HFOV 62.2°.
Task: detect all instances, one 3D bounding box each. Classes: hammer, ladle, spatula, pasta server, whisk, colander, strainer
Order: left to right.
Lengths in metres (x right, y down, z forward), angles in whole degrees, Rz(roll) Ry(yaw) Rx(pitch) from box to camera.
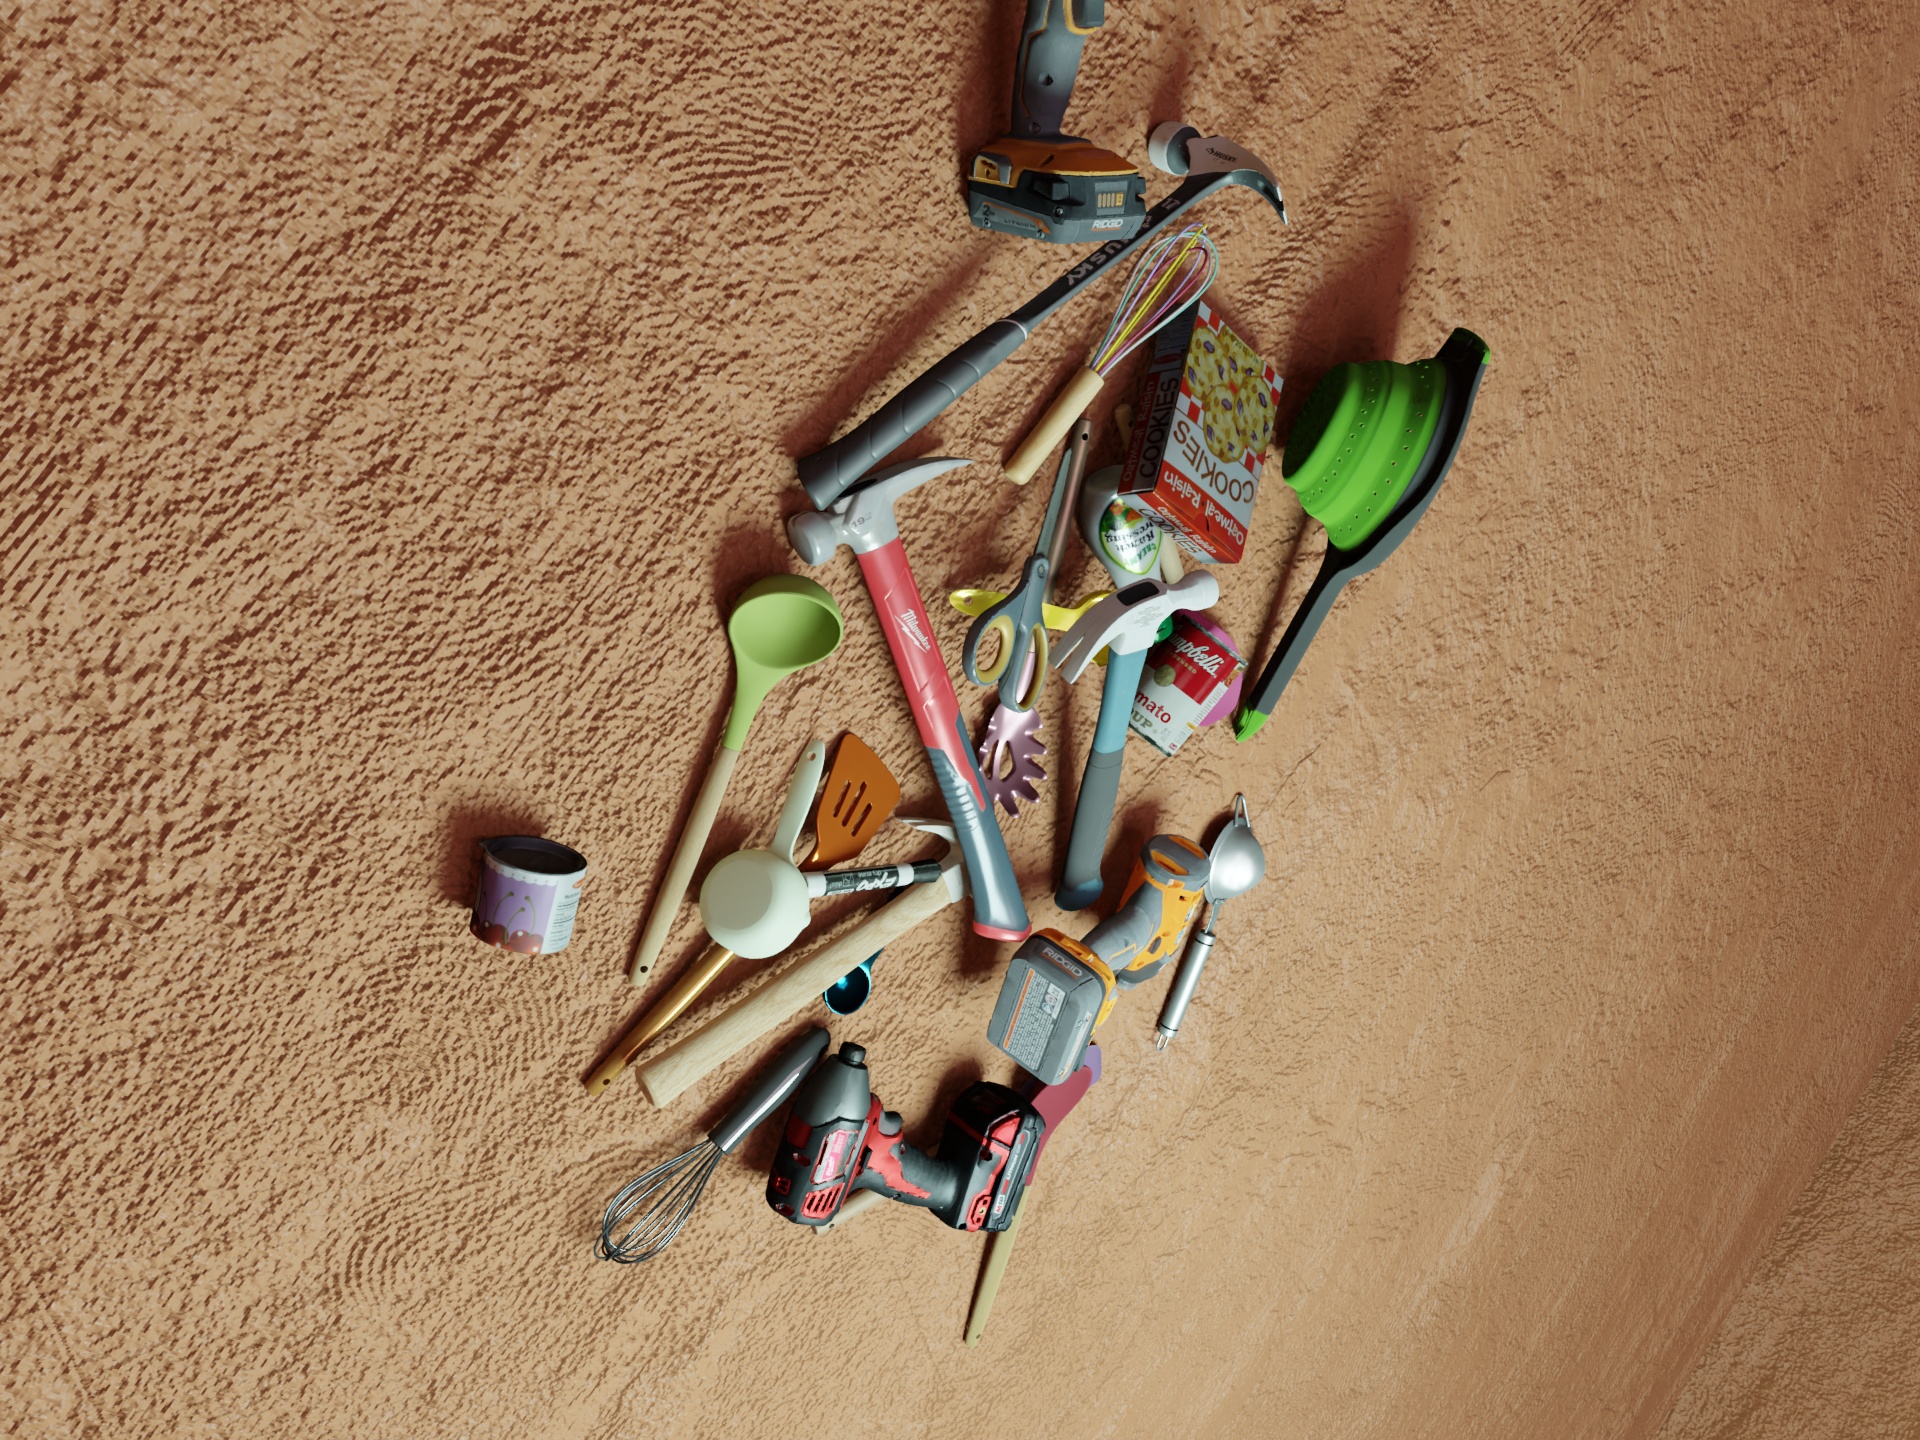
[{"bbox_3d":[-0.186,0.322,1.218,0.239,0.055,0.055,-44,129,-20],"label":"whisk"},{"bbox_3d":[-0.168,0.046,1.112,0.078,0.062,0.320,19,99,-24],"label":"ladle"},{"bbox_3d":[-0.163,0.150,1.181,0.322,0.041,0.080,-46,130,-8],"label":"spatula"},{"bbox_3d":[-0.102,0.184,1.212,0.331,0.031,0.130,-32,115,-27],"label":"hammer"},{"bbox_3d":[-0.002,-0.004,1.195,0.143,0.038,0.386,-30,116,-23],"label":"hammer"},{"bbox_3d":[0.004,0.366,1.395,0.316,0.018,0.059,-24,125,-29],"label":"spatula"},{"bbox_3d":[0.052,0.441,1.445,0.069,0.031,0.315,1,113,-41],"label":"ladle"},{"bbox_3d":[0.051,-0.280,1.112,0.409,0.149,0.036,-40,135,-9],"label":"hammer"},{"bbox_3d":[0.063,-0.080,1.248,0.060,0.040,0.316,8,102,-25],"label":"pasta server"},{"bbox_3d":[0.117,0.029,1.271,0.128,0.033,0.330,-15,135,-25],"label":"hammer"},{"bbox_3d":[0.114,-0.278,1.207,0.051,0.047,0.245,39,87,-28],"label":"whisk"},{"bbox_3d":[0.235,0.197,1.490,0.086,0.050,0.258,5,109,-53],"label":"strainer"},{"bbox_3d":[0.299,-0.163,1.355,0.094,0.205,0.397,23,112,-7],"label":"colander"}]

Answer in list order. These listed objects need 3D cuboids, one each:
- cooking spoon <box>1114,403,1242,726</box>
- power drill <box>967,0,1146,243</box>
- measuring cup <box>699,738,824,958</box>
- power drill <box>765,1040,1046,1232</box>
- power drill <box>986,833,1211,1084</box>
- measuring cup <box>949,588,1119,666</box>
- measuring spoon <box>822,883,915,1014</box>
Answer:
[{"bbox_3d":[0.178,-0.123,1.329,0.069,0.017,0.318,-30,125,-11],"label":"cooking spoon"},{"bbox_3d":[0.080,-0.429,1.026,0.084,0.185,0.226,-16,120,-33],"label":"power drill"},{"bbox_3d":[-0.136,0.087,1.145,0.038,0.083,0.168,43,64,-64],"label":"measuring cup"},{"bbox_3d":[-0.044,0.341,1.294,0.219,0.079,0.143,18,91,-36],"label":"power drill"},{"bbox_3d":[0.120,0.208,1.345,0.226,0.084,0.164,-33,147,-45],"label":"power drill"},{"bbox_3d":[0.064,-0.082,1.227,0.156,0.029,0.062,10,99,-13],"label":"measuring cup"},{"bbox_3d":[-0.072,0.174,1.266,0.042,0.021,0.129,41,72,-33],"label":"measuring spoon"}]
